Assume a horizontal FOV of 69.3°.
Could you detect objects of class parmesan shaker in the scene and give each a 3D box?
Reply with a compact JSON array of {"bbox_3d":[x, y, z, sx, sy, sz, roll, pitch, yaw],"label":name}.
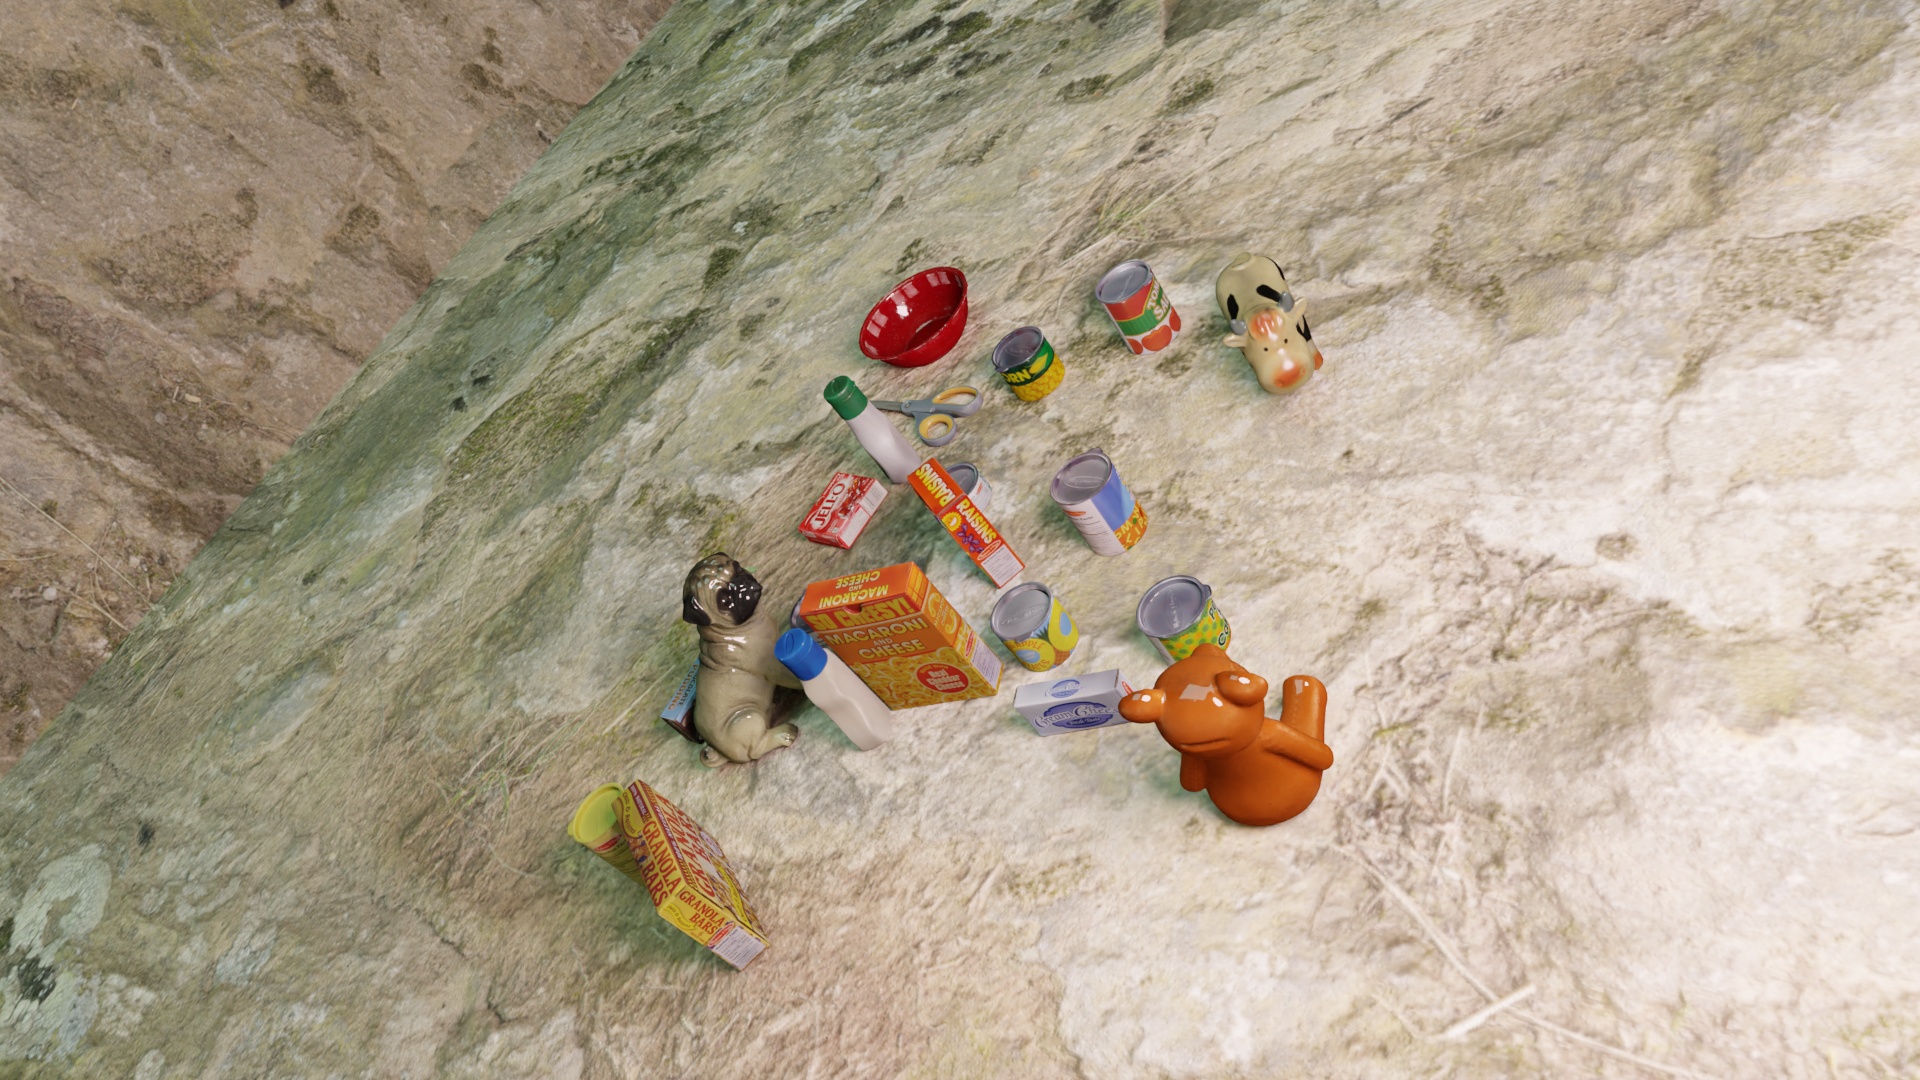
[{"bbox_3d":[-0.330,0.297,1.384,0.071,0.102,0.072,-23,41,21],"label":"parmesan shaker"}]

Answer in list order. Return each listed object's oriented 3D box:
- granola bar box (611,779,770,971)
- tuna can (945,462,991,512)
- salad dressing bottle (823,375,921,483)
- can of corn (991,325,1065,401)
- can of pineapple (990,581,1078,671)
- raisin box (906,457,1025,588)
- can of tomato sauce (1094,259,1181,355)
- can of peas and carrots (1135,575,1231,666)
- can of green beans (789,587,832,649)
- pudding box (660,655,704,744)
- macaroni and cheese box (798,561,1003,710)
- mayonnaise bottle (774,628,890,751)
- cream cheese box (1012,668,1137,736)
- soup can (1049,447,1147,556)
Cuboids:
[{"bbox_3d":[-0.252,0.308,1.291,0.039,0.124,0.166,-42,38,-3],"label":"granola bar box"},{"bbox_3d":[-0.003,-0.051,1.520,0.071,0.032,0.071,-22,41,21],"label":"tuna can"},{"bbox_3d":[-0.101,-0.127,1.583,0.044,0.147,0.064,-31,38,11],"label":"salad dressing bottle"},{"bbox_3d":[0.077,-0.199,1.582,0.071,0.058,0.071,-22,41,21],"label":"can of corn"},{"bbox_3d":[0.070,0.083,1.306,0.071,0.057,0.071,-22,41,21],"label":"can of pineapple"},{"bbox_3d":[0.005,-0.018,1.407,0.040,0.123,0.086,-39,38,1],"label":"raisin box"},{"bbox_3d":[0.197,-0.254,1.518,0.071,0.083,0.071,-23,41,21],"label":"can of tomato sauce"},{"bbox_3d":[0.197,0.072,1.211,0.071,0.058,0.071,-22,41,21],"label":"can of peas and carrots"},{"bbox_3d":[-0.138,0.088,1.472,0.071,0.057,0.071,-22,41,21],"label":"can of green beans"},{"bbox_3d":[-0.283,0.173,1.514,0.030,0.049,0.084,3,55,42],"label":"pudding box"},{"bbox_3d":[-0.054,0.094,1.308,0.123,0.166,0.040,-13,45,31],"label":"macaroni and cheese box"},{"bbox_3d":[-0.122,0.140,1.333,0.041,0.147,0.065,-27,39,17],"label":"mayonnaise bottle"},{"bbox_3d":[0.104,0.143,1.221,0.103,0.053,0.024,-14,45,30],"label":"cream cheese box"},{"bbox_3d":[0.137,-0.037,1.350,0.071,0.083,0.072,-23,41,21],"label":"soup can"}]
